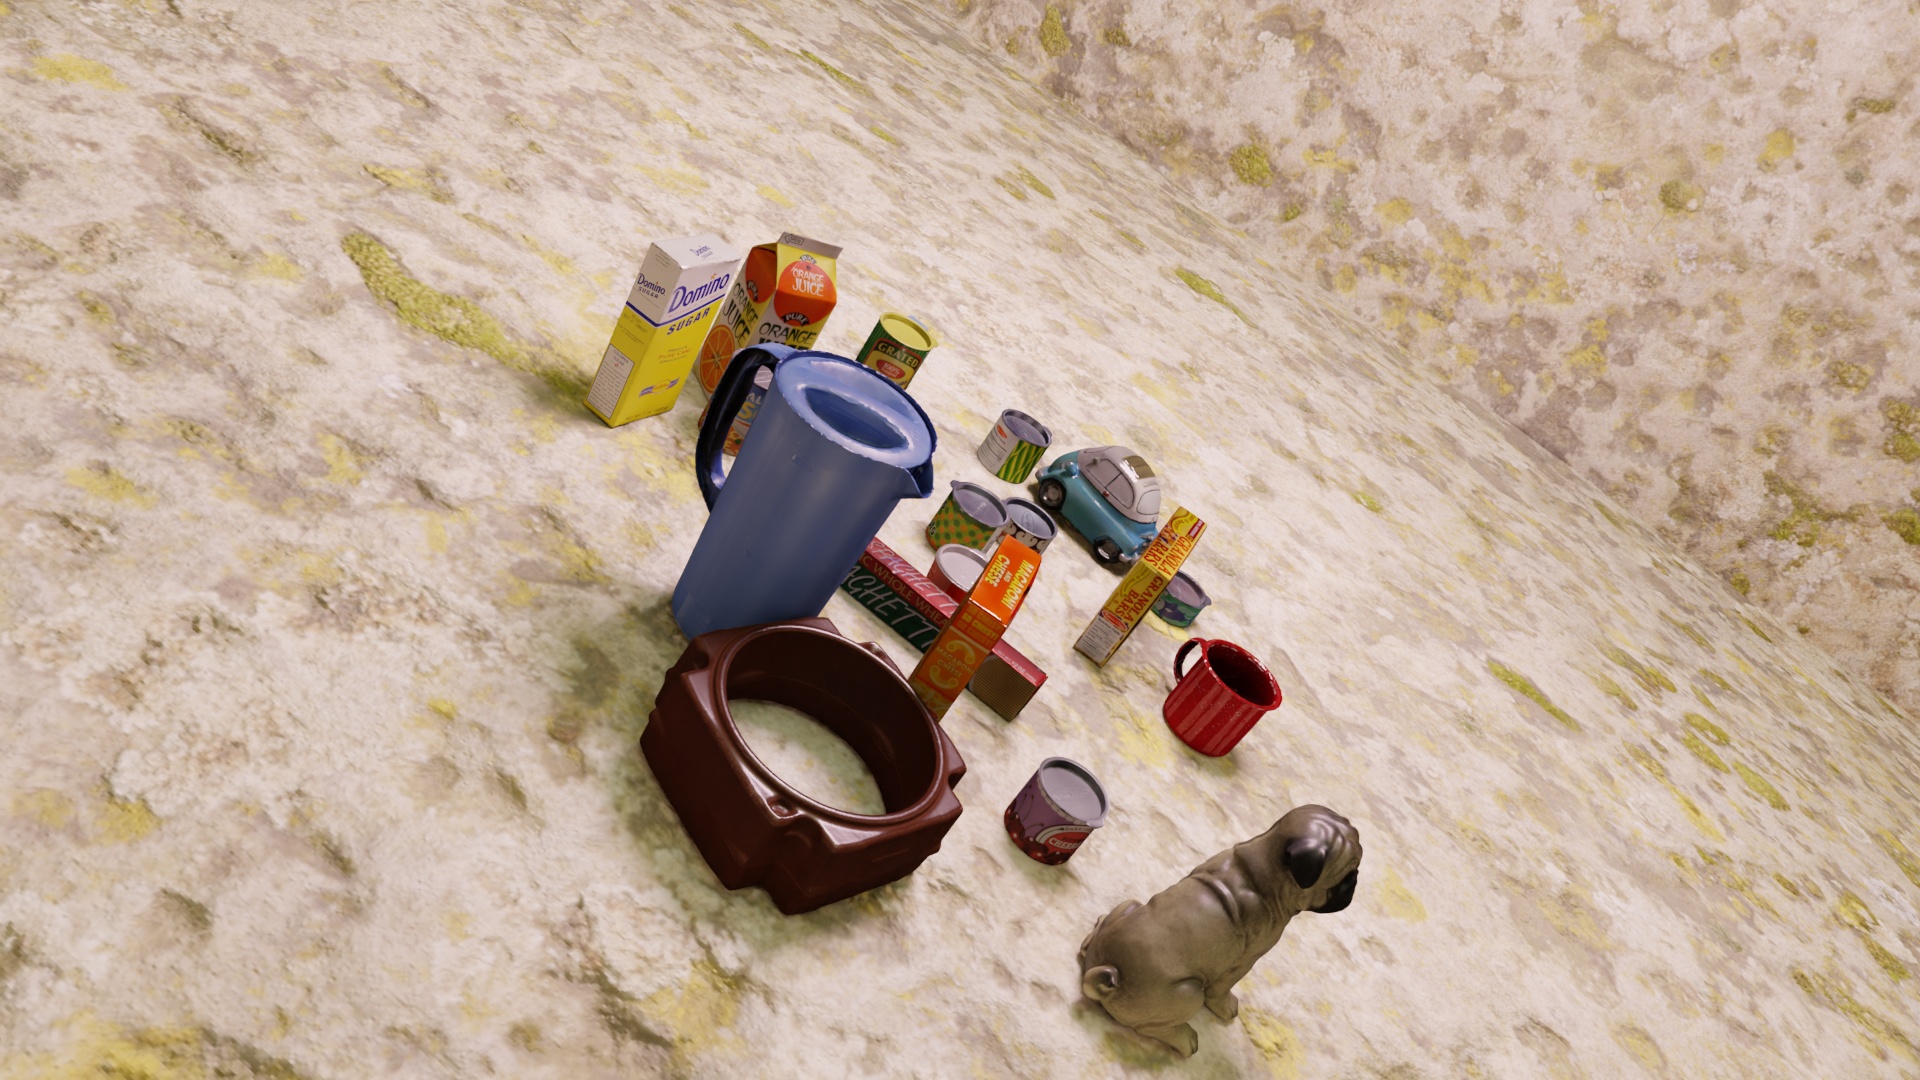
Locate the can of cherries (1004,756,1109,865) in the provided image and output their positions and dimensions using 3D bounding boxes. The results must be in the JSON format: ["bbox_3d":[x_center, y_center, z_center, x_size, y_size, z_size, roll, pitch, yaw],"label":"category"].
[{"bbox_3d":[0.078,0.219,1.116,0.071,0.058,0.072,25,31,-16],"label":"can of cherries"}]

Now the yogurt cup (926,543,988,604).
[{"bbox_3d":[-0.004,0.045,1.297,0.072,0.053,0.073,25,31,-16],"label":"yogurt cup"}]

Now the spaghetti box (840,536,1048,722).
[{"bbox_3d":[-0.035,0.064,1.241,0.250,0.050,0.029,38,29,8],"label":"spaghetti box"}]

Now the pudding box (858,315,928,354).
[{"bbox_3d":[-0.079,-0.235,1.639,0.030,0.049,0.084,41,30,13],"label":"pudding box"}]

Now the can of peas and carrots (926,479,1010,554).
[{"bbox_3d":[0.005,-0.017,1.393,0.071,0.058,0.071,25,30,-16],"label":"can of peas and carrots"}]

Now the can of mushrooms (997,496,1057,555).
[{"bbox_3d":[0.065,-0.014,1.473,0.071,0.033,0.071,25,31,-16],"label":"can of mushrooms"}]

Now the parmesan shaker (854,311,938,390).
[{"bbox_3d":[-0.079,-0.187,1.514,0.071,0.102,0.072,25,30,-16],"label":"parmesan shaker"}]

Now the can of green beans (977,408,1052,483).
[{"bbox_3d":[0.061,-0.107,1.582,0.071,0.057,0.071,25,31,-16],"label":"can of green beans"}]

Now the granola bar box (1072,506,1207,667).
[{"bbox_3d":[0.186,0.045,1.414,0.039,0.123,0.166,37,29,6],"label":"granola bar box"}]

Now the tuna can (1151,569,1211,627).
[{"bbox_3d":[0.239,0.063,1.532,0.071,0.032,0.071,25,31,-16],"label":"tuna can"}]

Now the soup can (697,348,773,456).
[{"bbox_3d":[-0.203,-0.129,1.326,0.071,0.083,0.072,25,30,-16],"label":"soup can"}]

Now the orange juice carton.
[{"bbox_3d":[-0.185,-0.217,1.362,0.072,0.191,0.073,7,39,-39],"label":"orange juice carton"}]

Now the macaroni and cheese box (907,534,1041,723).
[{"bbox_3d":[-0.002,0.089,1.120,0.040,0.165,0.124,34,29,0],"label":"macaroni and cheese box"}]
